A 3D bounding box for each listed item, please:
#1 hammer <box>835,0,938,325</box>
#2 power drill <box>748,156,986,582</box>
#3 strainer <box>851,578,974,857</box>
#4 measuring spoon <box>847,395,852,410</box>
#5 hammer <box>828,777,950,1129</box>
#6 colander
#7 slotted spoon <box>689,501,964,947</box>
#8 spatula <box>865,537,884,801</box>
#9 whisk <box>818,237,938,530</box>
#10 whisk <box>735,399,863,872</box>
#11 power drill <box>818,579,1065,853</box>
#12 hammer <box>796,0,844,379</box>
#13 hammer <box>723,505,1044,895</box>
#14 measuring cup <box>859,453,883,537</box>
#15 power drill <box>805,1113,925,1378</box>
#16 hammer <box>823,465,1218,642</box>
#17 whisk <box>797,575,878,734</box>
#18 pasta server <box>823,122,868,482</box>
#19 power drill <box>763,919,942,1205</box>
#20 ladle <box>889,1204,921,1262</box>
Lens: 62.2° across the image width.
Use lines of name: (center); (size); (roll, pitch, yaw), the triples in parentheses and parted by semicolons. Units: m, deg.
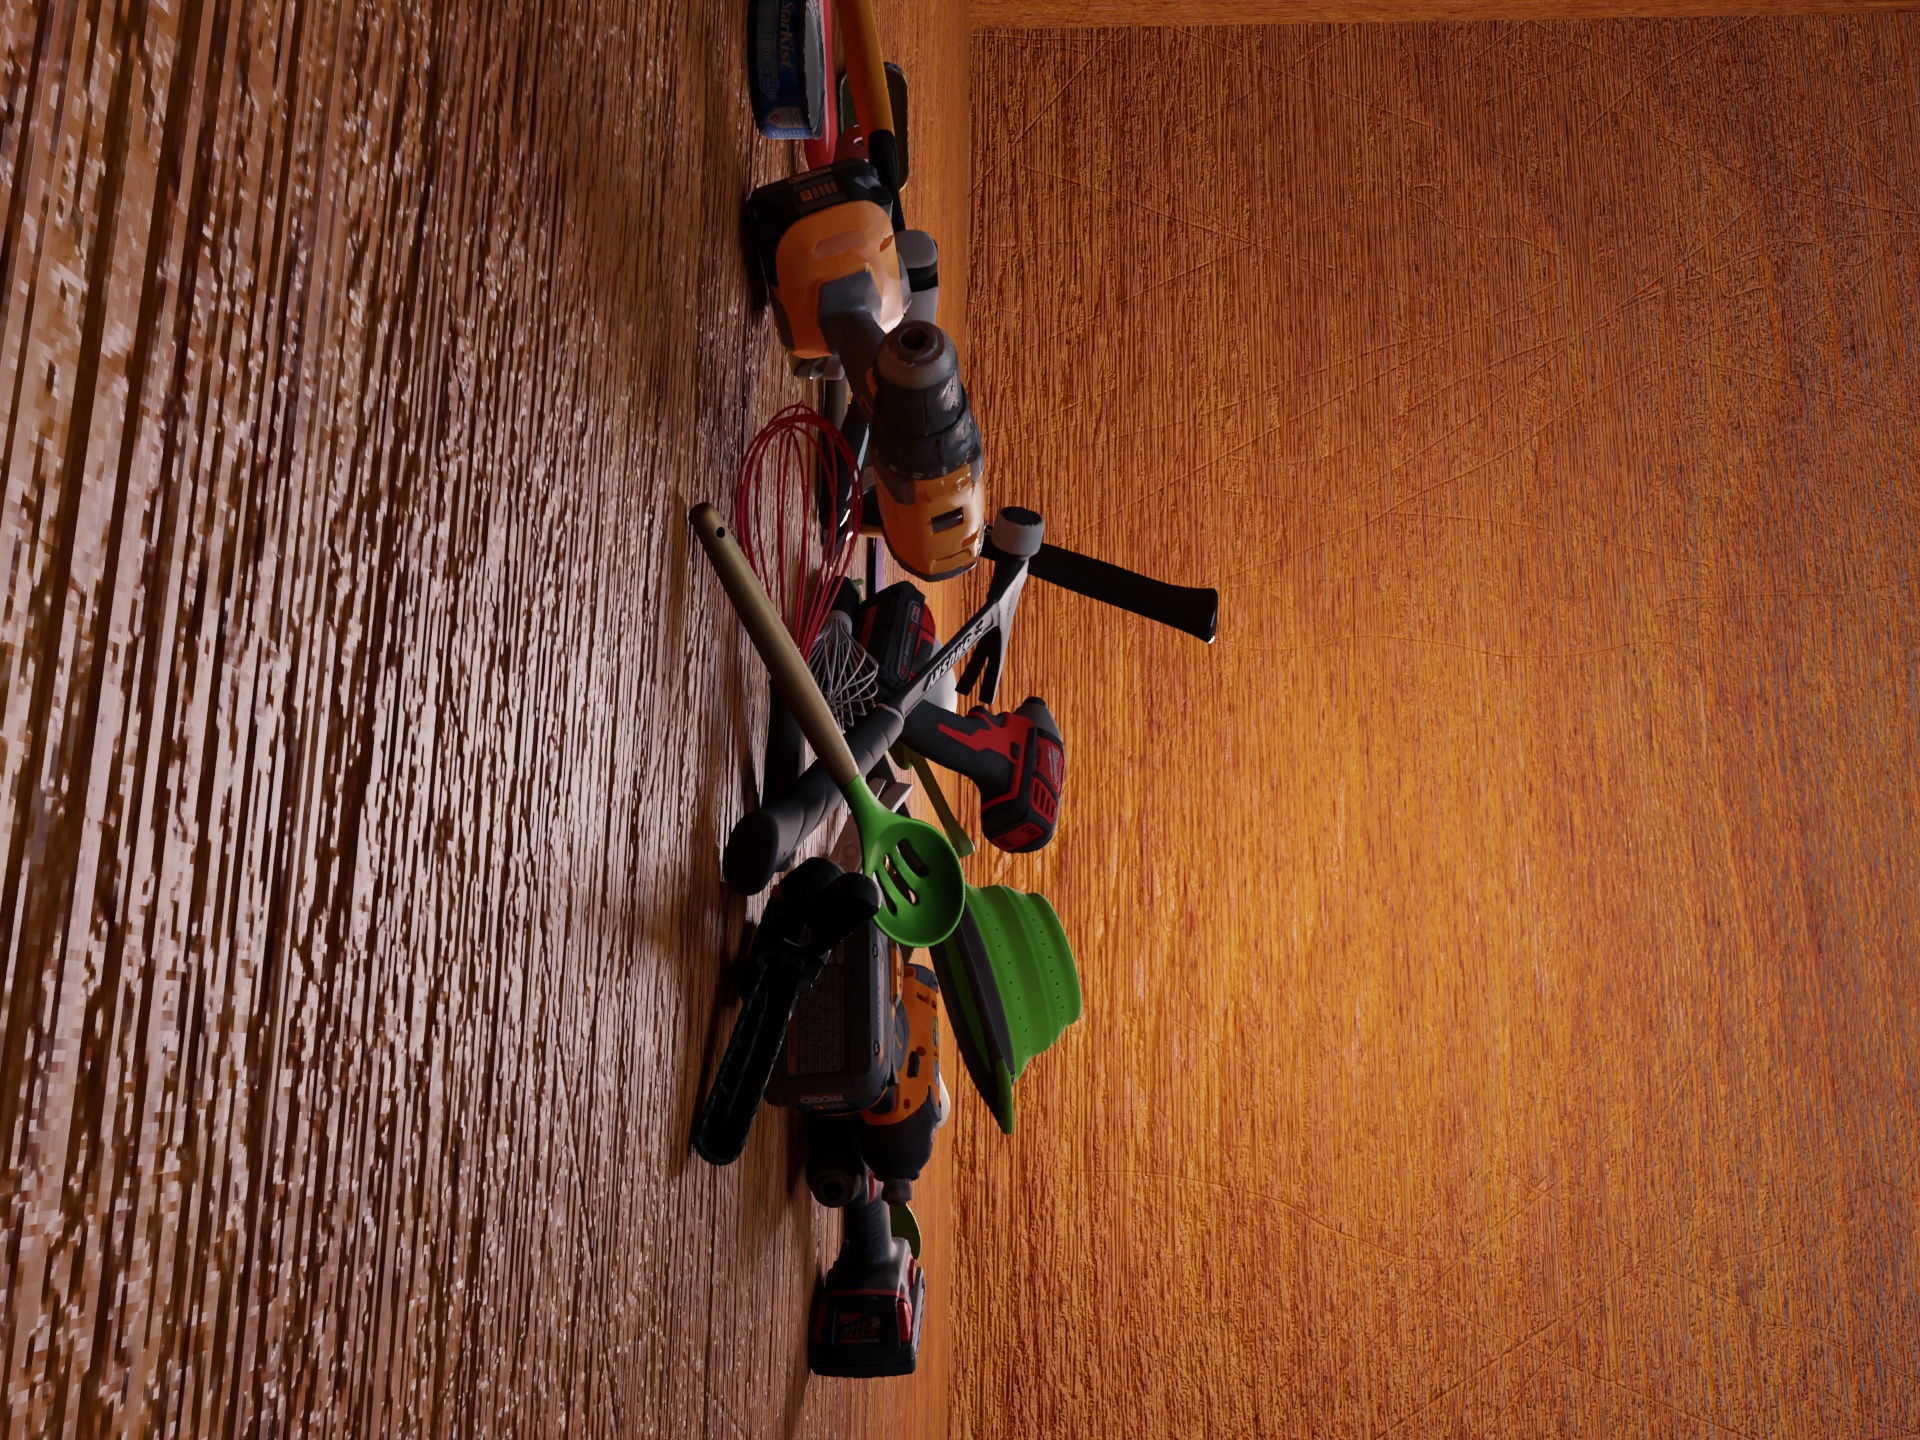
hammer: (-0.056, -0.404, 1.111); (0.127, 0.034, 0.337); (95, -14, -64)
power drill: (-0.048, -0.212, 0.893); (0.185, 0.084, 0.226); (84, -16, -64)
strainer: (-0.022, 0.002, 1.337); (0.151, 0.069, 0.257); (88, -21, -55)
measuring spoon: (-0.095, -0.261, 1.405); (0.117, 0.011, 0.021); (60, 43, -78)
hammer: (-0.049, 0.219, 1.302); (0.410, 0.038, 0.146); (78, 29, -50)
colander: (0.012, 0.146, 1.341); (0.204, 0.094, 0.398); (86, -16, -49)
slotted spoon: (-0.071, 0.010, 0.861); (0.070, 0.031, 0.313); (-49, 132, -28)
spatula: (-0.083, -0.048, 1.551); (0.059, 0.018, 0.316); (88, 2, -72)
whisk: (-0.065, -0.258, 1.213); (0.055, 0.055, 0.239); (44, 62, -86)
whisk: (-0.098, -0.040, 0.924); (0.073, 0.073, 0.295); (-83, 179, -64)
power drill: (-0.002, -0.004, 1.255); (0.219, 0.078, 0.143); (38, 43, -28)
hammer: (-0.097, -0.417, 1.069); (0.149, 0.036, 0.358); (-85, 175, -58)
hammer: (-0.040, -0.006, 1.016); (0.409, 0.036, 0.149); (-49, 156, -55)
measuring cup: (-0.072, -0.244, 1.413); (0.095, 0.052, 0.174); (82, 8, -70)
power drill: (-0.077, 0.375, 1.188); (0.188, 0.080, 0.226); (-77, 164, -76)
hammer: (0.047, -0.125, 1.226); (0.146, 0.335, 0.035); (-46, 147, -37)
whisk: (-0.090, -0.055, 1.122); (0.285, 0.070, 0.070); (-97, -174, -69)
pasta server: (-0.088, -0.315, 1.244); (0.060, 0.040, 0.316); (164, -73, -82)
power drill: (-0.062, 0.221, 1.035); (0.226, 0.084, 0.164); (62, 23, -64)
ladle: (-0.077, 0.358, 1.360); (0.078, 0.062, 0.319); (-84, 171, -55)
